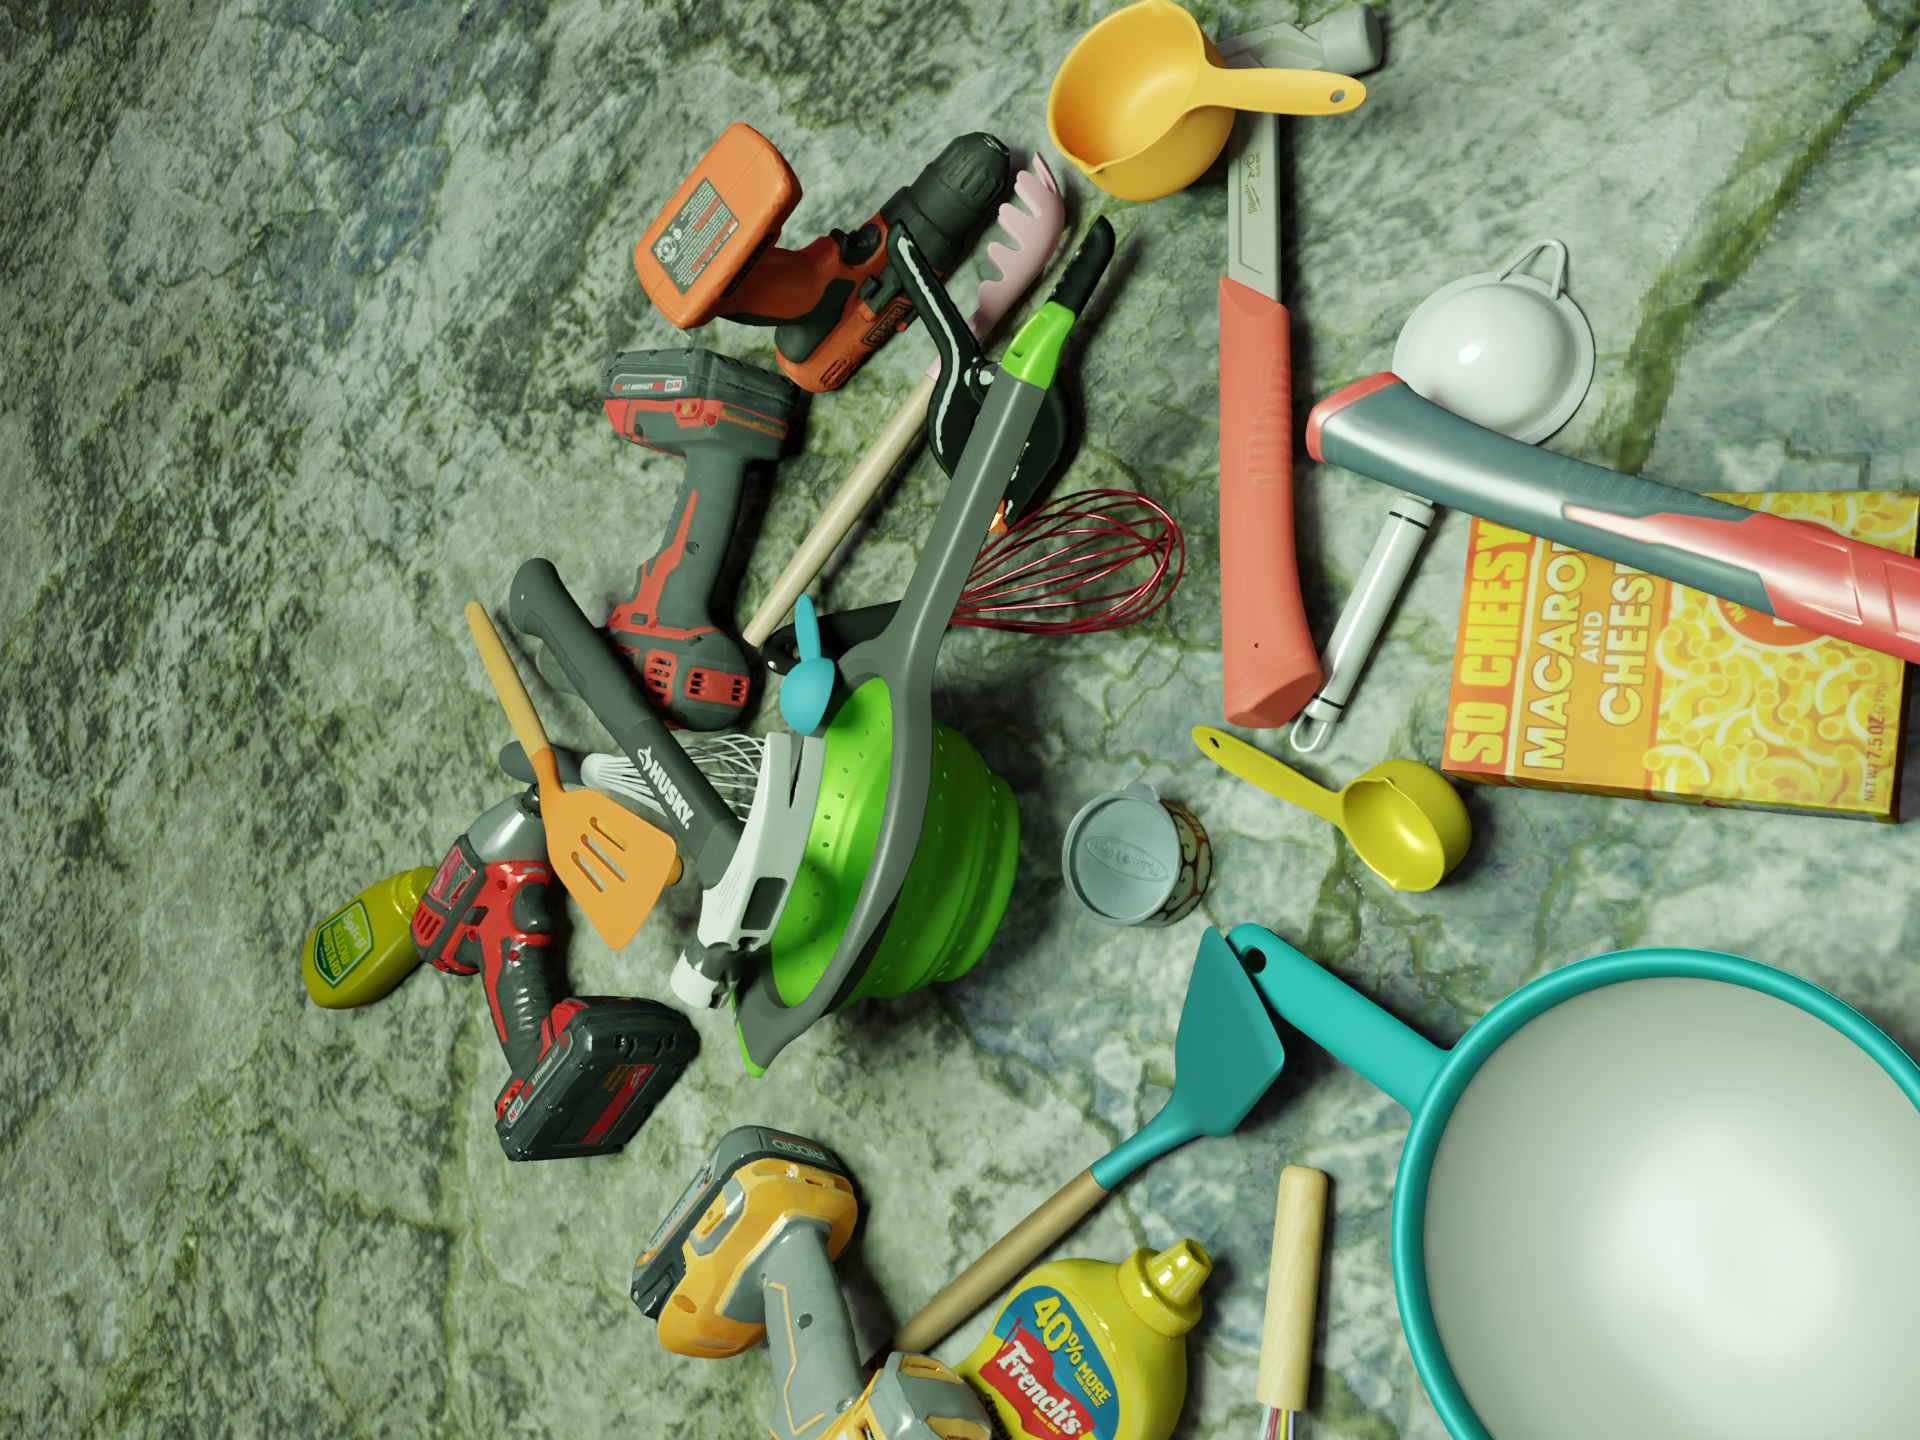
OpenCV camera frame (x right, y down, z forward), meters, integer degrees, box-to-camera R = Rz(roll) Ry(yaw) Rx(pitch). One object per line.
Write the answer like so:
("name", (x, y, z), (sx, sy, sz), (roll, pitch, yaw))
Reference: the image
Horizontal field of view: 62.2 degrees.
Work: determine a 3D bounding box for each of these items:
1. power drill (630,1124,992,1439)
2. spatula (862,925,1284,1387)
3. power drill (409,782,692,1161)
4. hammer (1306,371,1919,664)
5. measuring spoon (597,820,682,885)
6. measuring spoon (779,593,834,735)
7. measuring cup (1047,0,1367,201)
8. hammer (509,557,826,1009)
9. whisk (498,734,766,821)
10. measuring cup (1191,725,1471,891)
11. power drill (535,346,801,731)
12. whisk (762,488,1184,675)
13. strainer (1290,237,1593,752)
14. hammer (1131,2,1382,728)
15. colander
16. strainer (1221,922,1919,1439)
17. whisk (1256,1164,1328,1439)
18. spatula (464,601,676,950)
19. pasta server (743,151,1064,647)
("power drill", (-0.091, 0.337, 0.782), (0.185, 0.084, 0.226), (-55, 38, 10))
("spatula", (0.043, 0.232, 0.769), (0.317, 0.044, 0.082), (-47, 39, 21))
("power drill", (-0.260, 0.150, 0.985), (0.143, 0.078, 0.220), (-53, 53, 20))
("hammer", (0.296, -0.044, 0.595), (0.387, 0.038, 0.143), (27, 97, 35))
("measuring spoon", (-0.216, 0.073, 1.010), (0.117, 0.011, 0.021), (29, 98, 37))
("measuring spoon", (-0.089, -0.038, 0.863), (0.042, 0.021, 0.129), (-62, 23, 26))
("measuring cup", (0.125, -0.293, 0.768), (0.174, 0.052, 0.095), (20, 89, 37))
("hammer", (-0.180, -0.003, 0.884), (0.335, 0.035, 0.146), (46, 116, 42))
("whisk", (-0.202, 0.035, 0.985), (0.285, 0.070, 0.070), (5, 83, 42))
("measuring cup", (0.167, 0.027, 0.729), (0.157, 0.029, 0.062), (31, 143, 49))
("power drill", (-0.192, -0.109, 0.992), (0.188, 0.080, 0.227), (10, 90, 45))
("whisk", (-0.004, -0.064, 0.859), (0.296, 0.073, 0.073), (-13, 73, 40))
("strainer", (0.210, -0.101, 0.721), (0.087, 0.050, 0.258), (27, 101, 22))
("hammer", (0.135, -0.172, 0.778), (0.149, 0.036, 0.359), (-8, 72, 35))
("colander", (-0.001, -0.002, 0.780), (0.397, 0.094, 0.205), (-66, 22, 17))
("strainer", (0.237, 0.172, 0.622), (0.341, 0.095, 0.211), (34, 100, 52))
("whisk", (0.134, 0.318, 0.689), (0.051, 0.047, 0.245), (4, 78, 24))
("spatula", (-0.260, 0.012, 0.998), (0.081, 0.041, 0.323), (-59, 42, 18))
("pasta server", (-0.036, -0.174, 0.900), (0.040, 0.060, 0.316), (35, 101, -7))
